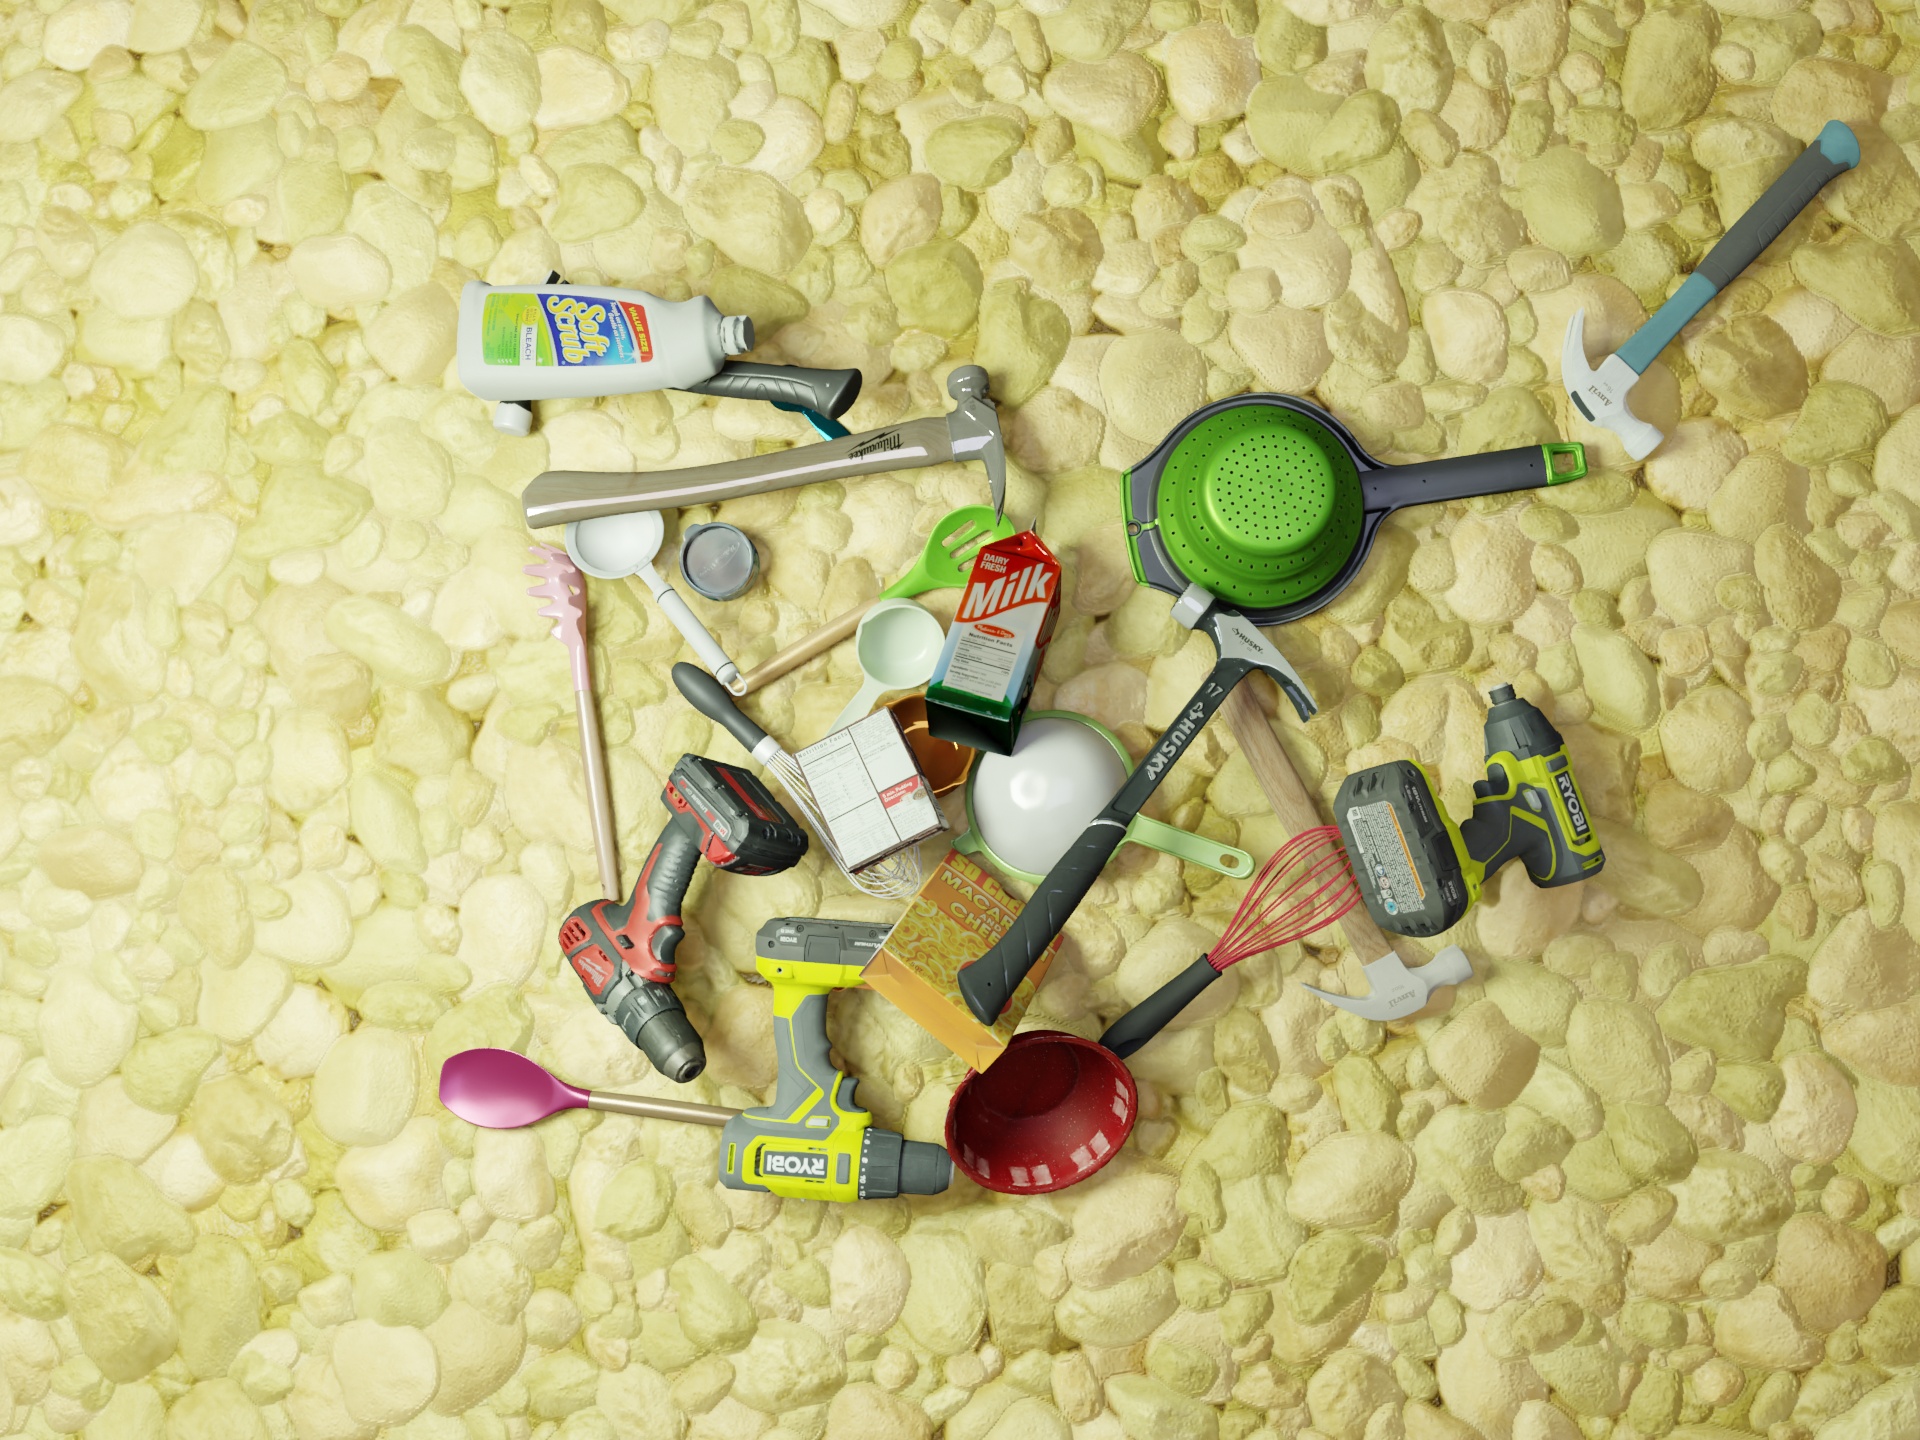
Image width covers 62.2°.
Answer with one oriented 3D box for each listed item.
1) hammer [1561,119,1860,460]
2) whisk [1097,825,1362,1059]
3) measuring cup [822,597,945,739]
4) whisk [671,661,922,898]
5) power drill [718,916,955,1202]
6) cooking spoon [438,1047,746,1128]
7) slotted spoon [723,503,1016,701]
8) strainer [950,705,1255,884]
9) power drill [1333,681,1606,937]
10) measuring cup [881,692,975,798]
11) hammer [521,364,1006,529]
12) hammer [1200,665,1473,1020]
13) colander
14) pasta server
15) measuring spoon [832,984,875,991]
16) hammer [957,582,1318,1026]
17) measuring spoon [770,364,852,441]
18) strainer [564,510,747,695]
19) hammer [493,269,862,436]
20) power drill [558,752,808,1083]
[{"bbox_3d":[0.648,-0.382,1.362,0.128,0.033,0.331,44,89,4],"label":"hammer"},{"bbox_3d":[0.221,0.188,1.307,0.296,0.073,0.073,-43,84,15],"label":"whisk"},{"bbox_3d":[-0.078,-0.033,1.375,0.083,0.038,0.167,30,107,-18],"label":"measuring cup"},{"bbox_3d":[-0.141,0.047,1.352,0.284,0.070,0.070,43,89,5],"label":"whisk"},{"bbox_3d":[-0.094,0.283,1.315,0.190,0.080,0.228,4,86,2],"label":"power drill"},{"bbox_3d":[-0.292,0.329,1.364,0.319,0.017,0.069,6,88,4],"label":"cooking spoon"},{"bbox_3d":[-0.091,-0.091,1.383,0.314,0.031,0.070,-31,102,2],"label":"slotted spoon"},{"bbox_3d":[0.118,0.076,1.309,0.256,0.069,0.151,19,83,19],"label":"strainer"},{"bbox_3d":[0.410,0.071,1.274,0.223,0.080,0.171,-17,85,-34],"label":"power drill"},{"bbox_3d":[-0.002,-0.004,1.362,0.095,0.052,0.173,43,77,9],"label":"measuring cup"},{"bbox_3d":[-0.166,-0.203,1.357,0.410,0.038,0.146,-10,68,-1],"label":"hammer"},{"bbox_3d":[0.294,0.100,1.344,0.130,0.031,0.331,-28,84,0],"label":"hammer"},{"bbox_3d":[0.335,-0.198,1.333,0.397,0.094,0.204,-8,85,3],"label":"colander"},{"bbox_3d":[-0.332,0.002,1.384,0.060,0.040,0.316,-12,86,47],"label":"pasta server"},{"bbox_3d":[-0.056,0.224,1.365,0.117,0.011,0.021,1,83,0],"label":"measuring spoon"},{"bbox_3d":[0.132,0.075,1.266,0.149,0.036,0.409,37,69,5],"label":"hammer"},{"bbox_3d":[-0.122,-0.265,1.401,0.042,0.021,0.128,-45,85,-1],"label":"measuring spoon"},{"bbox_3d":[-0.259,-0.112,1.363,0.087,0.050,0.259,-37,68,-9],"label":"strainer"},{"bbox_3d":[-0.242,-0.304,1.369,0.335,0.035,0.146,9,83,18],"label":"hammer"},{"bbox_3d":[-0.222,0.162,1.298,0.188,0.080,0.226,44,104,35],"label":"power drill"}]
